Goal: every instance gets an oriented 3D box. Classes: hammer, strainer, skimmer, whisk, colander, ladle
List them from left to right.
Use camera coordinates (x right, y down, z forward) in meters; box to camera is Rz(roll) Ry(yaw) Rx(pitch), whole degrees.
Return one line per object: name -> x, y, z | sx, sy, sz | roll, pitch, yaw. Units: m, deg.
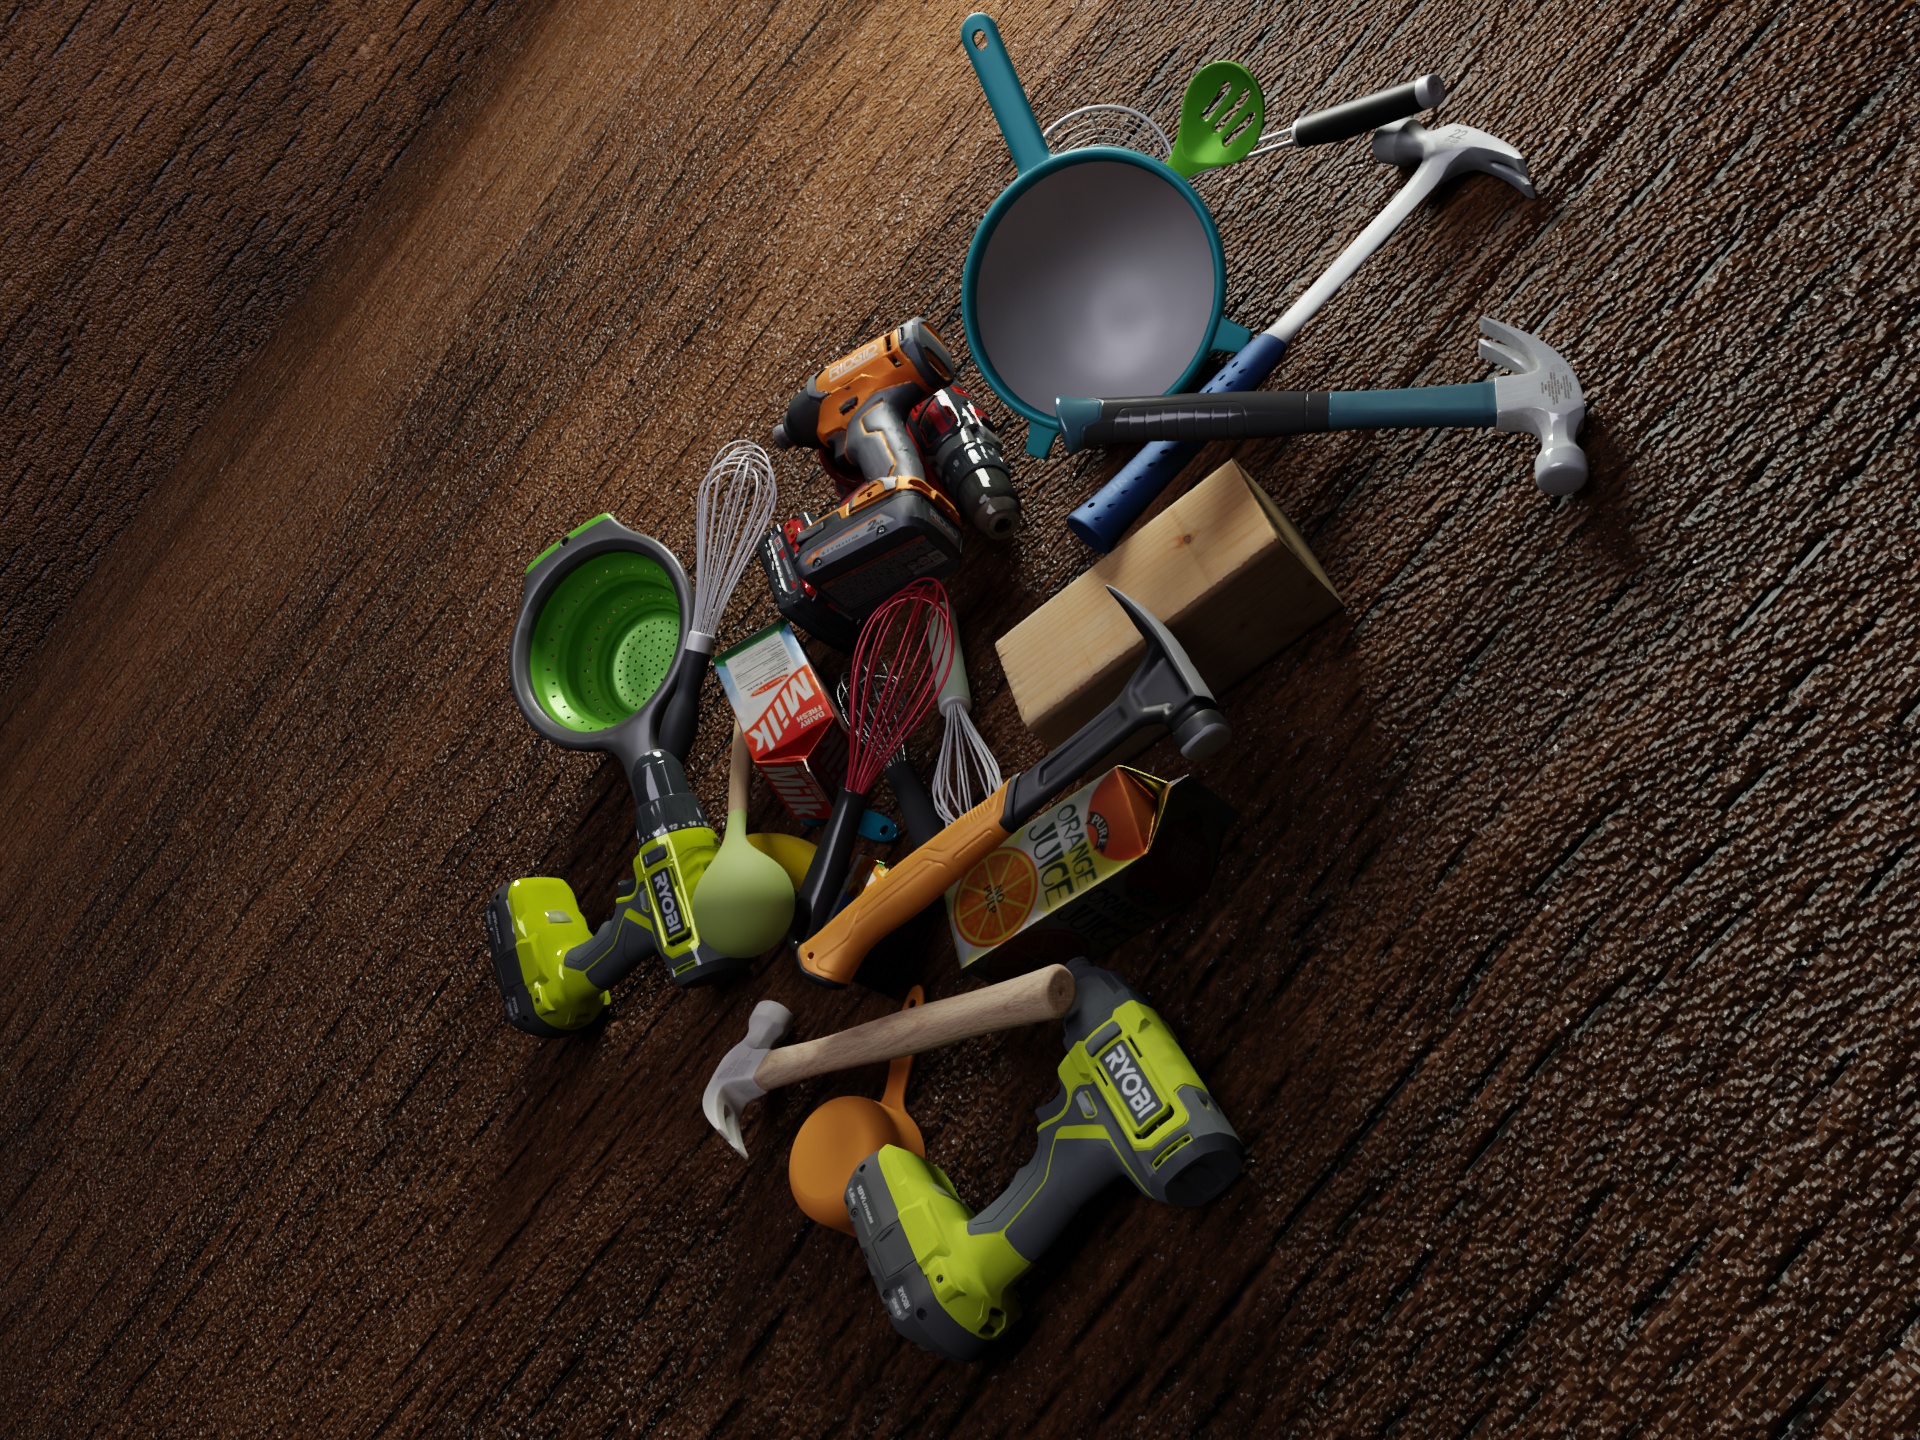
colander -> -0.275, 0.005, 1.426 | 0.204, 0.094, 0.397 | -31, 64, 15
whisk -> -0.211, -0.096, 1.334 | 0.070, 0.070, 0.284 | 13, 88, 47
ladle -> -0.171, 0.072, 1.268 | 0.078, 0.062, 0.320 | -23, 29, 7
whisk -> -0.071, 0.034, 1.167 | 0.073, 0.073, 0.296 | 19, 90, 48
hammer -> -0.057, 0.213, 1.049 | 0.331, 0.031, 0.130 | -24, 25, 40
whisk -> -0.043, 0.038, 1.208 | 0.055, 0.055, 0.239 | -41, 48, 16
whisk -> -0.002, -0.004, 1.195 | 0.057, 0.059, 0.247 | -49, 34, 33
hammer -> 0.015, 0.061, 1.024 | 0.337, 0.034, 0.127 | -41, 54, 20
strainer -> 0.089, -0.385, 1.236 | 0.211, 0.095, 0.340 | -25, 85, 26
skimmer -> 0.198, -0.448, 1.232 | 0.363, 0.090, 0.127 | 4, 87, 53
hammer -> 0.228, -0.269, 1.102 | 0.405, 0.035, 0.144 | -47, 42, -7
hammer -> 0.222, -0.196, 1.018 | 0.331, 0.033, 0.128 | 0, 57, 15

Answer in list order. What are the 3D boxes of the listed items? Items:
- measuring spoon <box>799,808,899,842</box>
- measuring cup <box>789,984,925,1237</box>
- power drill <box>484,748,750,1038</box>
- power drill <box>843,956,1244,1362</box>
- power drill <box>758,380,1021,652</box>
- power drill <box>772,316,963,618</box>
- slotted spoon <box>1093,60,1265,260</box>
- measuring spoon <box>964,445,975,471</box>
measuring spoon -> -0.093, 0.071, 1.246 | 0.129, 0.021, 0.042 | 17, 77, 49
measuring cup -> -0.063, 0.257, 1.075 | 0.095, 0.052, 0.174 | -4, 64, 42
power drill -> -0.283, 0.148, 1.301 | 0.228, 0.080, 0.191 | -29, 71, 28
power drill -> 0.044, 0.261, 0.960 | 0.223, 0.080, 0.171 | -42, 43, 9
power drill -> -0.052, -0.159, 1.310 | 0.226, 0.080, 0.188 | -42, 43, 17
power drill -> -0.079, -0.196, 1.249 | 0.164, 0.084, 0.227 | -24, 52, 25
slotted spoon -> 0.134, -0.400, 1.266 | 0.031, 0.070, 0.313 | -36, -3, -44
measuring spoon -> 0.005, -0.230, 1.362 | 0.021, 0.011, 0.117 | -40, 40, 23
